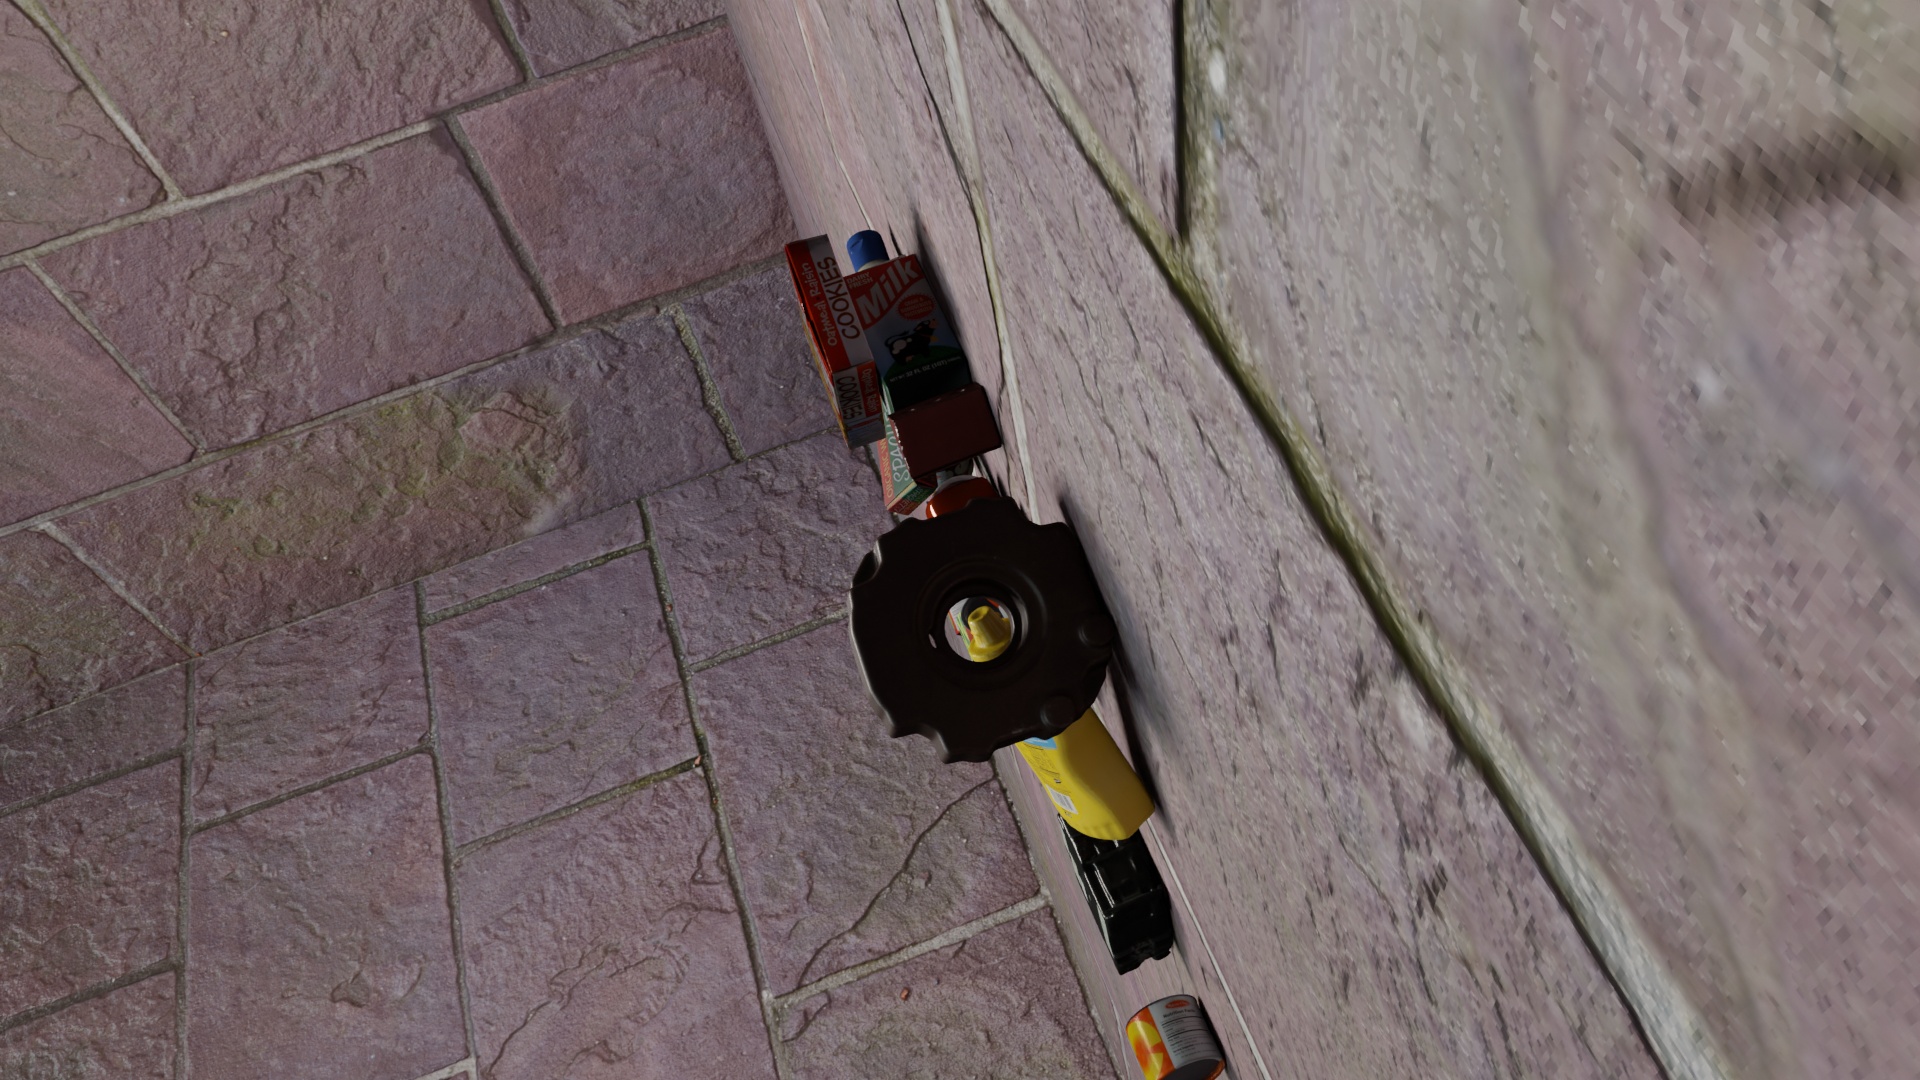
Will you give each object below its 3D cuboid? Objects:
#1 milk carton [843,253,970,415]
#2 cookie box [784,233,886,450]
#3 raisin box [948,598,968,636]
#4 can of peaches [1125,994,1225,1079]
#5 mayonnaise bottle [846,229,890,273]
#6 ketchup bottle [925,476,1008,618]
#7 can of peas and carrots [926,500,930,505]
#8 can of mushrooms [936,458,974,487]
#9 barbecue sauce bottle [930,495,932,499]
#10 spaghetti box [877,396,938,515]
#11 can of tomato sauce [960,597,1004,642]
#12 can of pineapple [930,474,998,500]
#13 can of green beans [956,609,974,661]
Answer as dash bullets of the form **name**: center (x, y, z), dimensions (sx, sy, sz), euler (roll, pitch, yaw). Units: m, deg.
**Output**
- **milk carton**: center (-0.052, -0.181, 1.208), dimensions (0.073, 0.072, 0.191), euler (76, 171, -51)
- **cookie box**: center (-0.106, -0.165, 1.185), dimensions (0.167, 0.040, 0.123), euler (89, 160, -72)
- **raisin box**: center (0.006, 0.048, 1.581), dimensions (0.086, 0.040, 0.123), euler (18, -134, -62)
- **can of peaches**: center (0.178, 0.422, 1.154), dimensions (0.071, 0.071, 0.058), euler (74, 173, -46)
- **mayonnaise bottle**: center (-0.072, -0.227, 1.322), dimensions (0.041, 0.064, 0.148), euler (16, -132, -53)
- **ketchup bottle**: center (0.030, 0.019, 1.197), dimensions (0.149, 0.065, 0.043), euler (59, 159, 19)
- **can of peas and carrots**: center (0.005, -0.017, 1.348), dimensions (0.071, 0.059, 0.071), euler (165, 85, -87)
- **can of mushrooms**: center (-0.020, -0.079, 1.347), dimensions (0.071, 0.071, 0.033), euler (-115, 5, -45)
- **barbecue sauce bottle**: center (-0.007, -0.037, 1.513), dimensions (0.065, 0.044, 0.148), euler (-131, 21, -78)
- **spaghetti box**: center (-0.062, -0.137, 1.341), dimensions (0.029, 0.050, 0.251), euler (18, -133, -35)
- **can of tomato sauce**: center (0.042, 0.094, 1.357), dimensions (0.071, 0.071, 0.082), euler (-115, 6, -49)
- **can of pineapple**: center (0.006, -0.019, 1.272), dimensions (0.057, 0.071, 0.071), euler (83, 166, -71)
- **can of green beans**: center (0.035, 0.096, 1.447), dimensions (0.071, 0.071, 0.058), euler (75, 174, -51)
